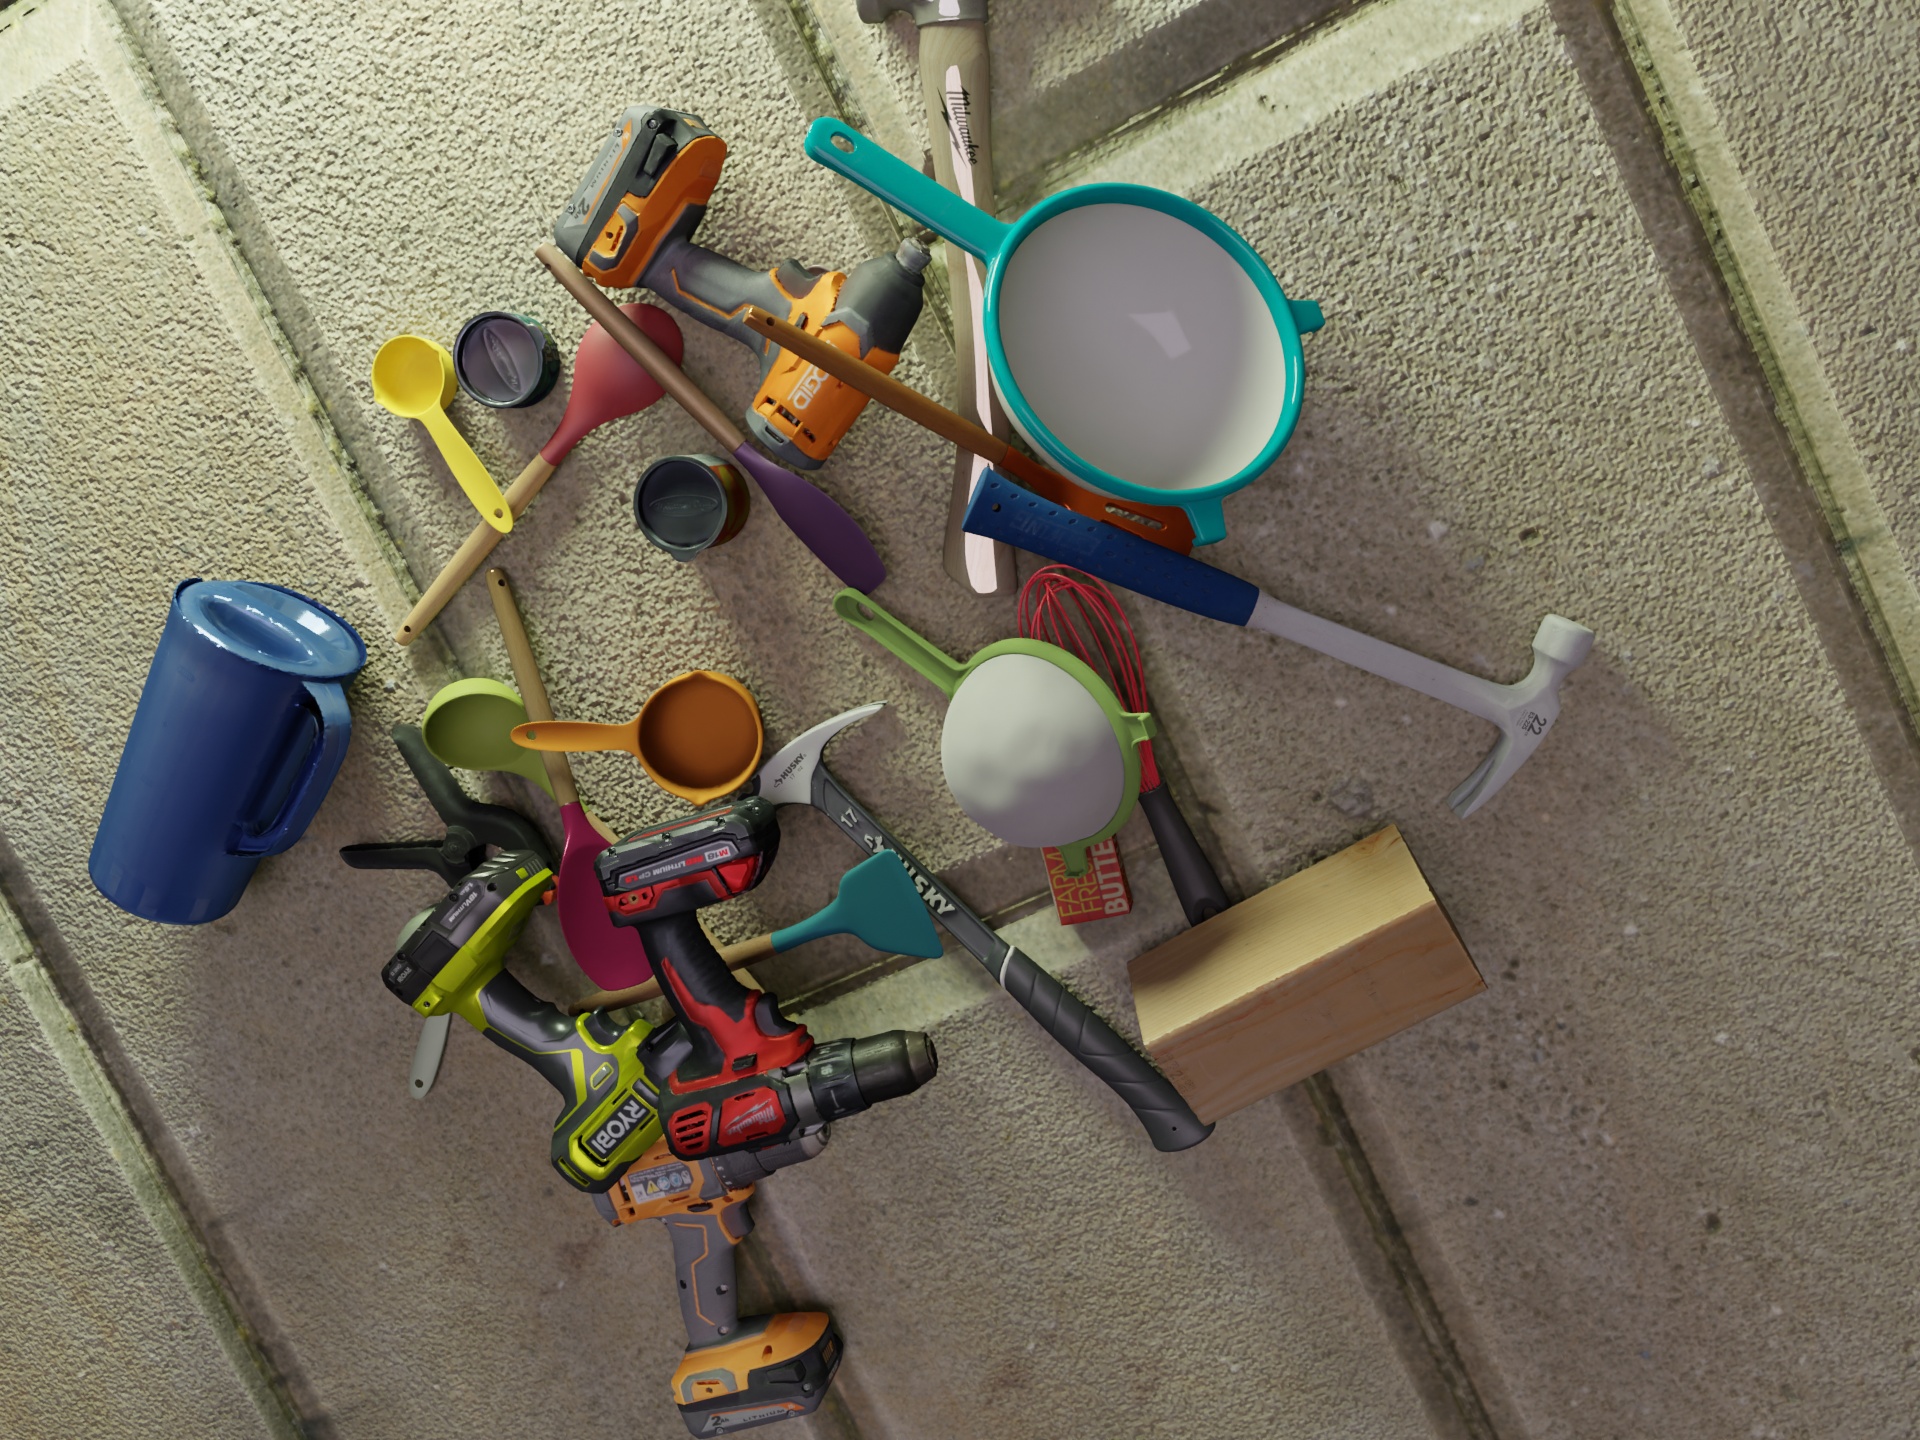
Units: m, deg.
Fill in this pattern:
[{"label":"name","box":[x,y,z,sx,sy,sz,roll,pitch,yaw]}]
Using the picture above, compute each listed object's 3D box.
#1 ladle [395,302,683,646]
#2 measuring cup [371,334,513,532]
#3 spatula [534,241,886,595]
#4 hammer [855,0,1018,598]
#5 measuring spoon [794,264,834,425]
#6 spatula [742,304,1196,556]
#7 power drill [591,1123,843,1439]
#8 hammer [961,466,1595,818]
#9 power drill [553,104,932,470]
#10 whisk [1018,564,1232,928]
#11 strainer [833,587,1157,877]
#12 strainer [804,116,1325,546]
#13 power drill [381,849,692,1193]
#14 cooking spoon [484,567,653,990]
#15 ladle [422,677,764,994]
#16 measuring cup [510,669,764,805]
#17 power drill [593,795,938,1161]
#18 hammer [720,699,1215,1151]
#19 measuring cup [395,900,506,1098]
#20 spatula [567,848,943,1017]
[{"label":"ladle","box":[-0.308,-0.167,1.127,0.069,0.031,0.315,44,106,0]},{"label":"measuring cup","box":[-0.356,-0.200,1.123,0.062,0.029,0.156,-32,92,14]},{"label":"spatula","box":[-0.166,-0.204,1.072,0.316,0.018,0.059,45,145,-7]},{"label":"hammer","box":[0.019,-0.287,1.042,0.146,0.038,0.410,-2,101,9]},{"label":"measuring spoon","box":[-0.105,-0.248,1.084,0.034,0.018,0.124,21,110,13]},{"label":"spatula","box":[0.010,-0.183,1.012,0.322,0.041,0.081,25,77,-20]},{"label":"power drill","box":[-0.158,0.398,1.184,0.185,0.084,0.226,-19,92,12]},{"label":"hammer","box":[0.194,-0.063,1.017,0.405,0.035,0.144,20,105,-7]},{"label":"power drill","box":[-0.133,-0.295,1.030,0.226,0.084,0.164,42,113,2]},{"label":"whisk","box":[0.119,0.028,1.077,0.073,0.073,0.295,-24,103,13]},{"label":"strainer","box":[-0.002,-0.003,1.051,0.256,0.069,0.151,37,133,18]},{"label":"strainer","box":[0.046,-0.250,0.983,0.340,0.095,0.211,30,68,-8]},{"label":"power drill","box":[-0.279,0.204,1.129,0.223,0.080,0.171,43,103,-1]},{"label":"cooking spoon","box":[-0.281,0.036,1.114,0.017,0.068,0.319,-38,69,52]},{"label":"ladle","box":[-0.261,0.094,1.154,0.078,0.062,0.320,-42,94,22]},{"label":"measuring cup","box":[-0.223,0.008,1.118,0.173,0.052,0.095,1,100,-1]},{"label":"power drill","box":[-0.129,0.168,1.050,0.188,0.080,0.226,-16,95,6]},{"label":"hammer","box":[0.023,0.157,1.128,0.409,0.036,0.149,43,103,-1]},{"label":"measuring cup","box":[-0.401,0.219,1.208,0.083,0.038,0.167,19,101,6]},{"label":"spatula","box":[-0.157,0.168,1.127,0.317,0.044,0.082,-21,100,21]}]
